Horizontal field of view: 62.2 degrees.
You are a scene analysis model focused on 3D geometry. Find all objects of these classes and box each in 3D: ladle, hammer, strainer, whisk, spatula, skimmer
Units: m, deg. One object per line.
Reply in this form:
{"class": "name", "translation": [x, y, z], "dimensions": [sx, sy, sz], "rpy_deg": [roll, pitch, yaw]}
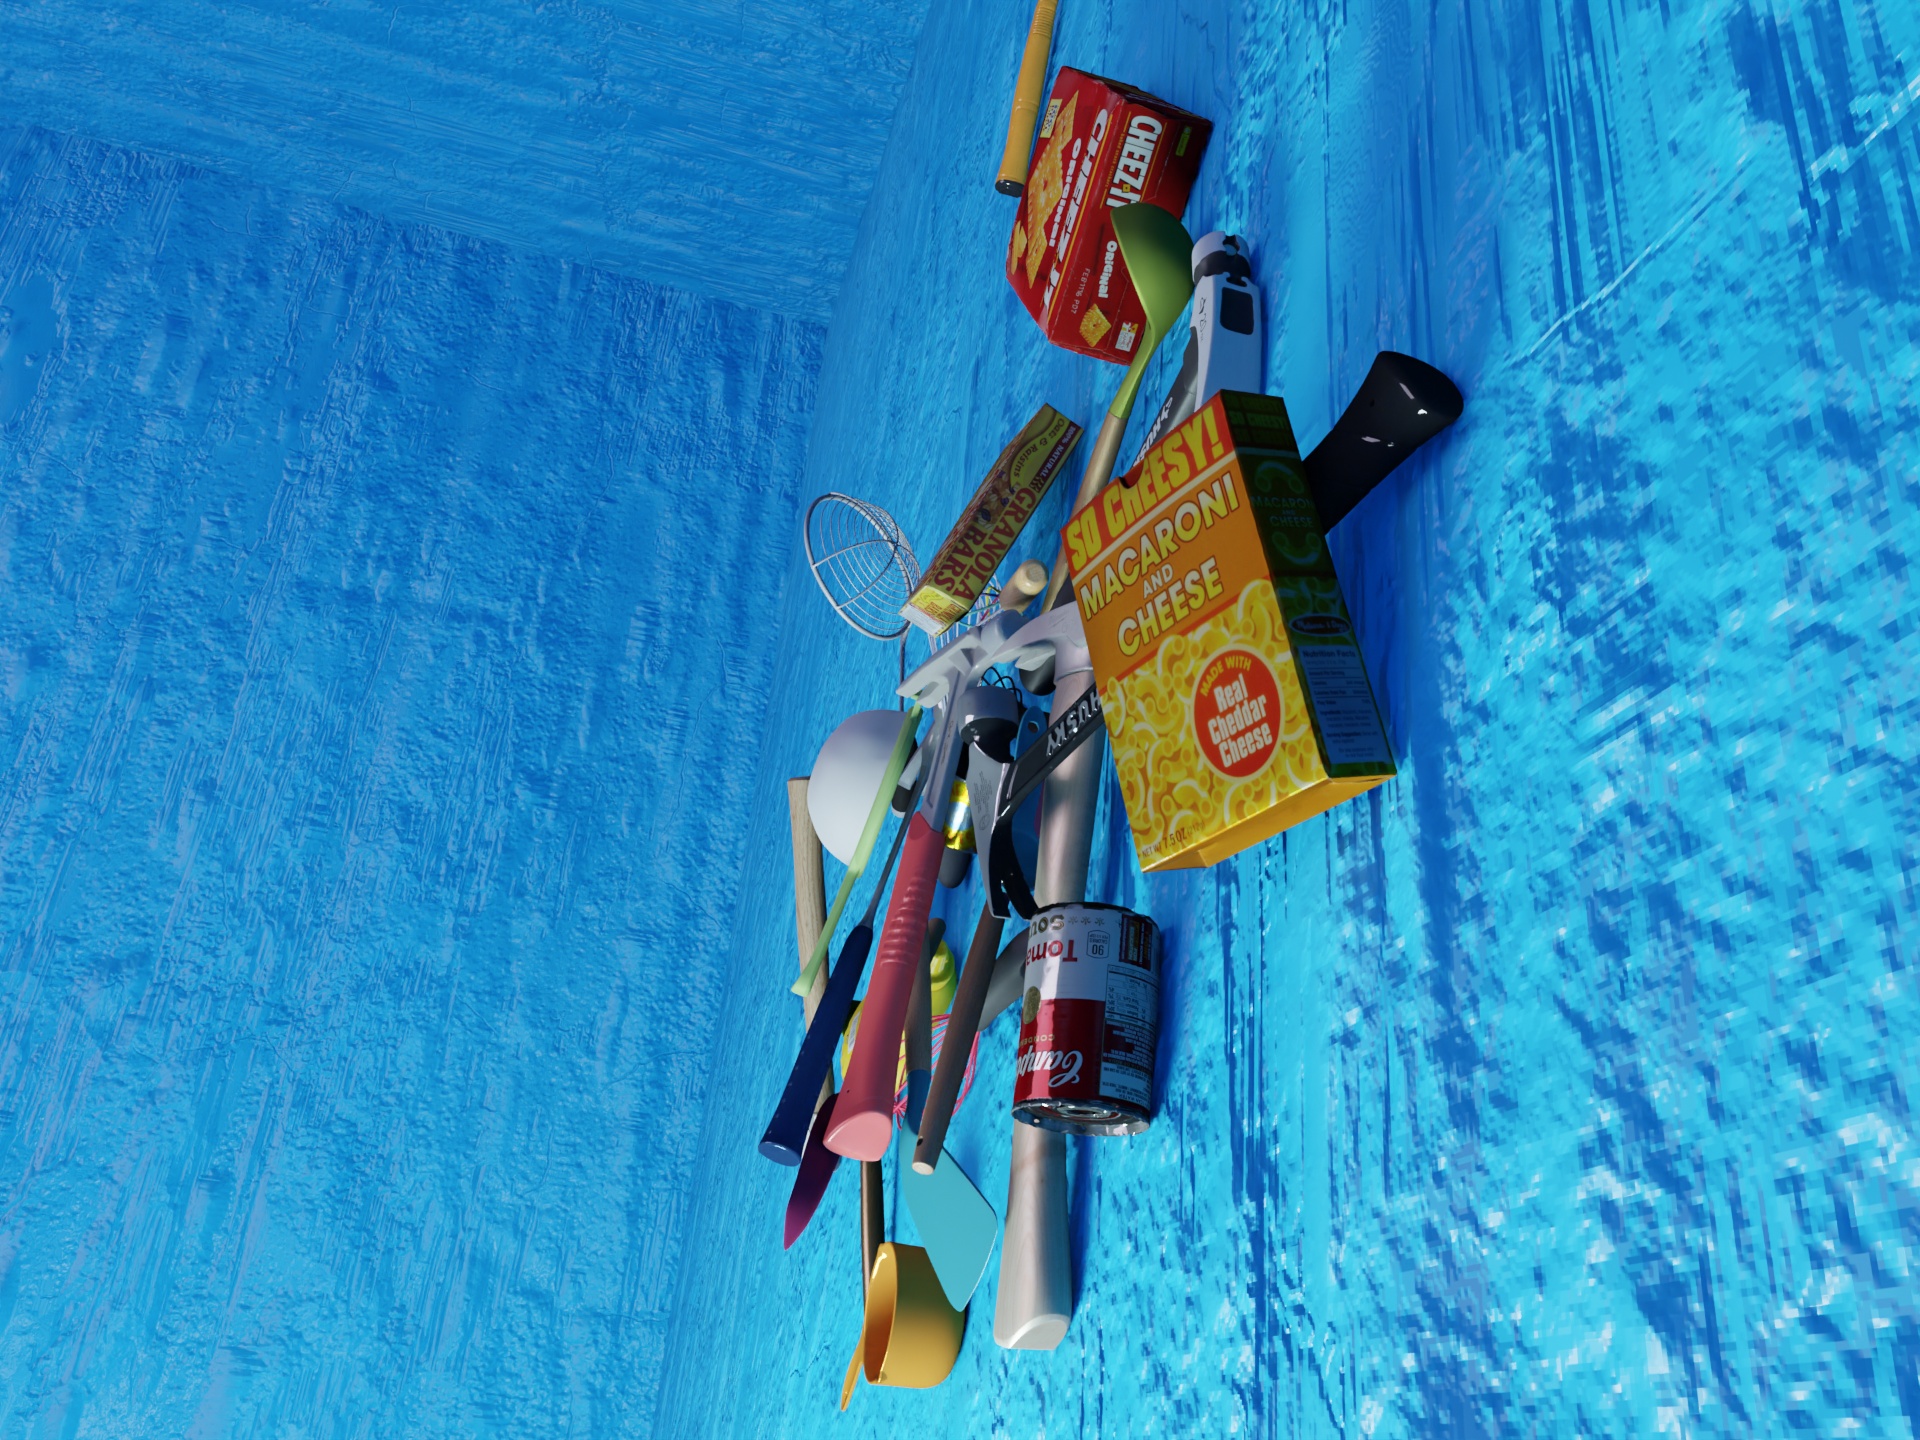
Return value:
{"class": "ladle", "translation": [0.084, -0.181, 1.043], "dimensions": [0.078, 0.062, 0.320], "rpy_deg": [-87, 11, -53]}
{"class": "hammer", "translation": [-0.123, 0.212, 1.335], "dimensions": [0.130, 0.031, 0.331], "rpy_deg": [26, -119, -86]}
{"class": "strainer", "translation": [-0.104, 0.094, 1.281], "dimensions": [0.151, 0.069, 0.256], "rpy_deg": [116, 175, -66]}
{"class": "hammer", "translation": [-0.032, 0.102, 1.019], "dimensions": [0.149, 0.036, 0.359], "rpy_deg": [-34, 36, 53]}
{"class": "whisk", "translation": [0.002, 0.203, 1.053], "dimensions": [0.295, 0.073, 0.073], "rpy_deg": [124, 155, -49]}
{"class": "hammer", "translation": [0.048, 0.133, 0.896], "dimensions": [0.146, 0.038, 0.411], "rpy_deg": [-20, 60, 59]}
{"class": "hammer", "translation": [-0.075, 0.165, 1.286], "dimensions": [0.144, 0.035, 0.406], "rpy_deg": [118, 174, -57]}
{"class": "spatula", "translation": [0.018, 0.133, 0.969], "dimensions": [0.060, 0.018, 0.316], "rpy_deg": [-31, 28, 40]}
{"class": "whisk", "translation": [-0.001, -0.004, 1.285], "dimensions": [0.070, 0.070, 0.285], "rpy_deg": [131, 143, -67]}
{"class": "hammer", "translation": [0.099, -0.119, 0.961], "dimensions": [0.334, 0.035, 0.146], "rpy_deg": [117, 161, -52]}
{"class": "hammer", "translation": [0.097, -0.034, 0.763], "dimensions": [0.408, 0.036, 0.149], "rpy_deg": [132, 141, -52]}
{"class": "whisk", "translation": [0.033, -0.087, 1.151], "dimensions": [0.245, 0.051, 0.047], "rpy_deg": [138, 151, -82]}
{"class": "hammer", "translation": [0.083, -0.690, 1.582], "dimensions": [0.127, 0.034, 0.337], "rpy_deg": [-176, 97, -79]}
{"class": "skimmer", "translation": [-0.080, -0.038, 1.378], "dimensions": [0.363, 0.090, 0.127], "rpy_deg": [92, -177, -49]}
{"class": "whisk", "translation": [0.039, -0.003, 1.114], "dimensions": [0.239, 0.055, 0.055], "rpy_deg": [-152, 74, -73]}
{"class": "spatula", "translation": [-0.016, 0.204, 0.984], "dimensions": [0.318, 0.044, 0.082], "rpy_deg": [-94, 18, -55]}

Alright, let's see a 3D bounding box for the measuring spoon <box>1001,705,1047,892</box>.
{"class": "measuring spoon", "translation": [0.037, 0.050, 0.990], "dimensions": [0.021, 0.042, 0.129], "rpy_deg": [135, 149, -56]}

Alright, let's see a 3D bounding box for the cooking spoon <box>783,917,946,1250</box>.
{"class": "cooking spoon", "translation": [-0.057, 0.219, 1.037], "dimensions": [0.319, 0.017, 0.068], "rpy_deg": [-60, -21, -60]}

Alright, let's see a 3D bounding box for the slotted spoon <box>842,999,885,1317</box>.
{"class": "slotted spoon", "translation": [-0.070, 0.363, 1.278], "dimensions": [0.031, 0.070, 0.314], "rpy_deg": [-27, 47, 27]}

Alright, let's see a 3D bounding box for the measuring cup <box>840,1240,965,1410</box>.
{"class": "measuring cup", "translation": [-0.040, 0.417, 1.057], "dimensions": [0.095, 0.052, 0.173], "rpy_deg": [-92, 17, -49]}
